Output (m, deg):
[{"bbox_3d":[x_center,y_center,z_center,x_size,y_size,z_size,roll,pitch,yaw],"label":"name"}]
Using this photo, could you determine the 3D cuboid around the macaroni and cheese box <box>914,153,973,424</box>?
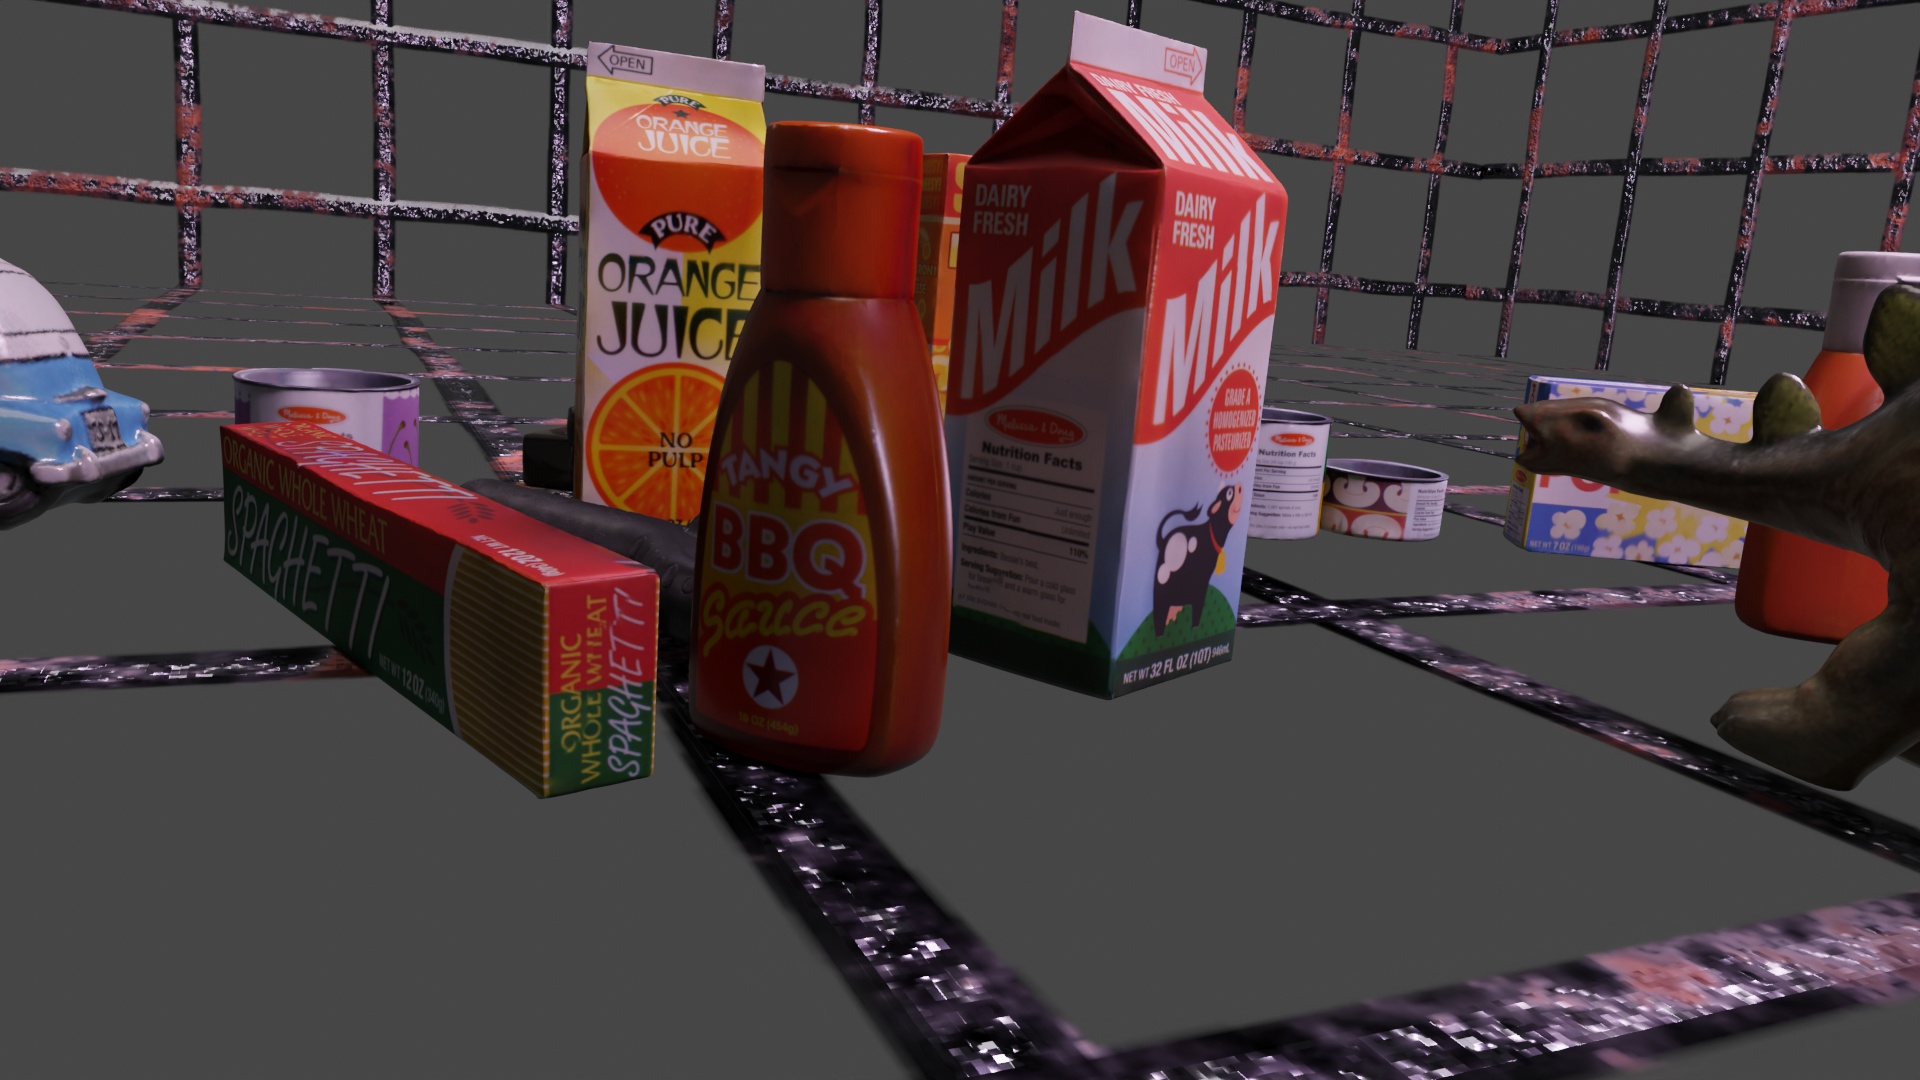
[{"bbox_3d":[0.030,-0.095,0.669,0.124,0.166,0.040,-2,13,-30],"label":"macaroni and cheese box"}]

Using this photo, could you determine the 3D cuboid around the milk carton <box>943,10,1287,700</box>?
[{"bbox_3d":[0.046,-0.056,0.424,0.073,0.190,0.072,13,14,39],"label":"milk carton"}]

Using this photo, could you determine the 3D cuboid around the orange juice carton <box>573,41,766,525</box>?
[{"bbox_3d":[-0.119,-0.099,0.567,0.072,0.192,0.073,1,12,-18],"label":"orange juice carton"}]

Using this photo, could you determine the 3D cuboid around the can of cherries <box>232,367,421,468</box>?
[{"bbox_3d":[-0.246,-0.035,0.543,0.071,0.058,0.071,4,11,-1],"label":"can of cherries"}]

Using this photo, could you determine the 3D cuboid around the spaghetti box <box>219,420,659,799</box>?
[{"bbox_3d":[-0.159,0.007,0.389,0.029,0.050,0.250,-6,15,-42],"label":"spaghetti box"}]

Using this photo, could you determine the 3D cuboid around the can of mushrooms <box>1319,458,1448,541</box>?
[{"bbox_3d":[0.209,-0.022,0.707,0.071,0.033,0.071,4,11,-1],"label":"can of mushrooms"}]

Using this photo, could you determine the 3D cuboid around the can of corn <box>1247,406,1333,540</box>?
[{"bbox_3d":[0.146,-0.035,0.687,0.071,0.058,0.071,4,11,-1],"label":"can of corn"}]

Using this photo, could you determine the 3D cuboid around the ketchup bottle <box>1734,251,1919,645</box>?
[{"bbox_3d":[0.345,-0.035,0.534,0.065,0.148,0.043,6,11,7],"label":"ketchup bottle"}]

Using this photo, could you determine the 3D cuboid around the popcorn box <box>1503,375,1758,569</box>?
[{"bbox_3d":[0.341,-0.033,0.684,0.127,0.085,0.038,5,11,4],"label":"popcorn box"}]

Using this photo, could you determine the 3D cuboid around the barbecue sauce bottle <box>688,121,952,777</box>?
[{"bbox_3d":[-0.031,-0.022,0.332,0.065,0.148,0.044,10,12,26],"label":"barbecue sauce bottle"}]
